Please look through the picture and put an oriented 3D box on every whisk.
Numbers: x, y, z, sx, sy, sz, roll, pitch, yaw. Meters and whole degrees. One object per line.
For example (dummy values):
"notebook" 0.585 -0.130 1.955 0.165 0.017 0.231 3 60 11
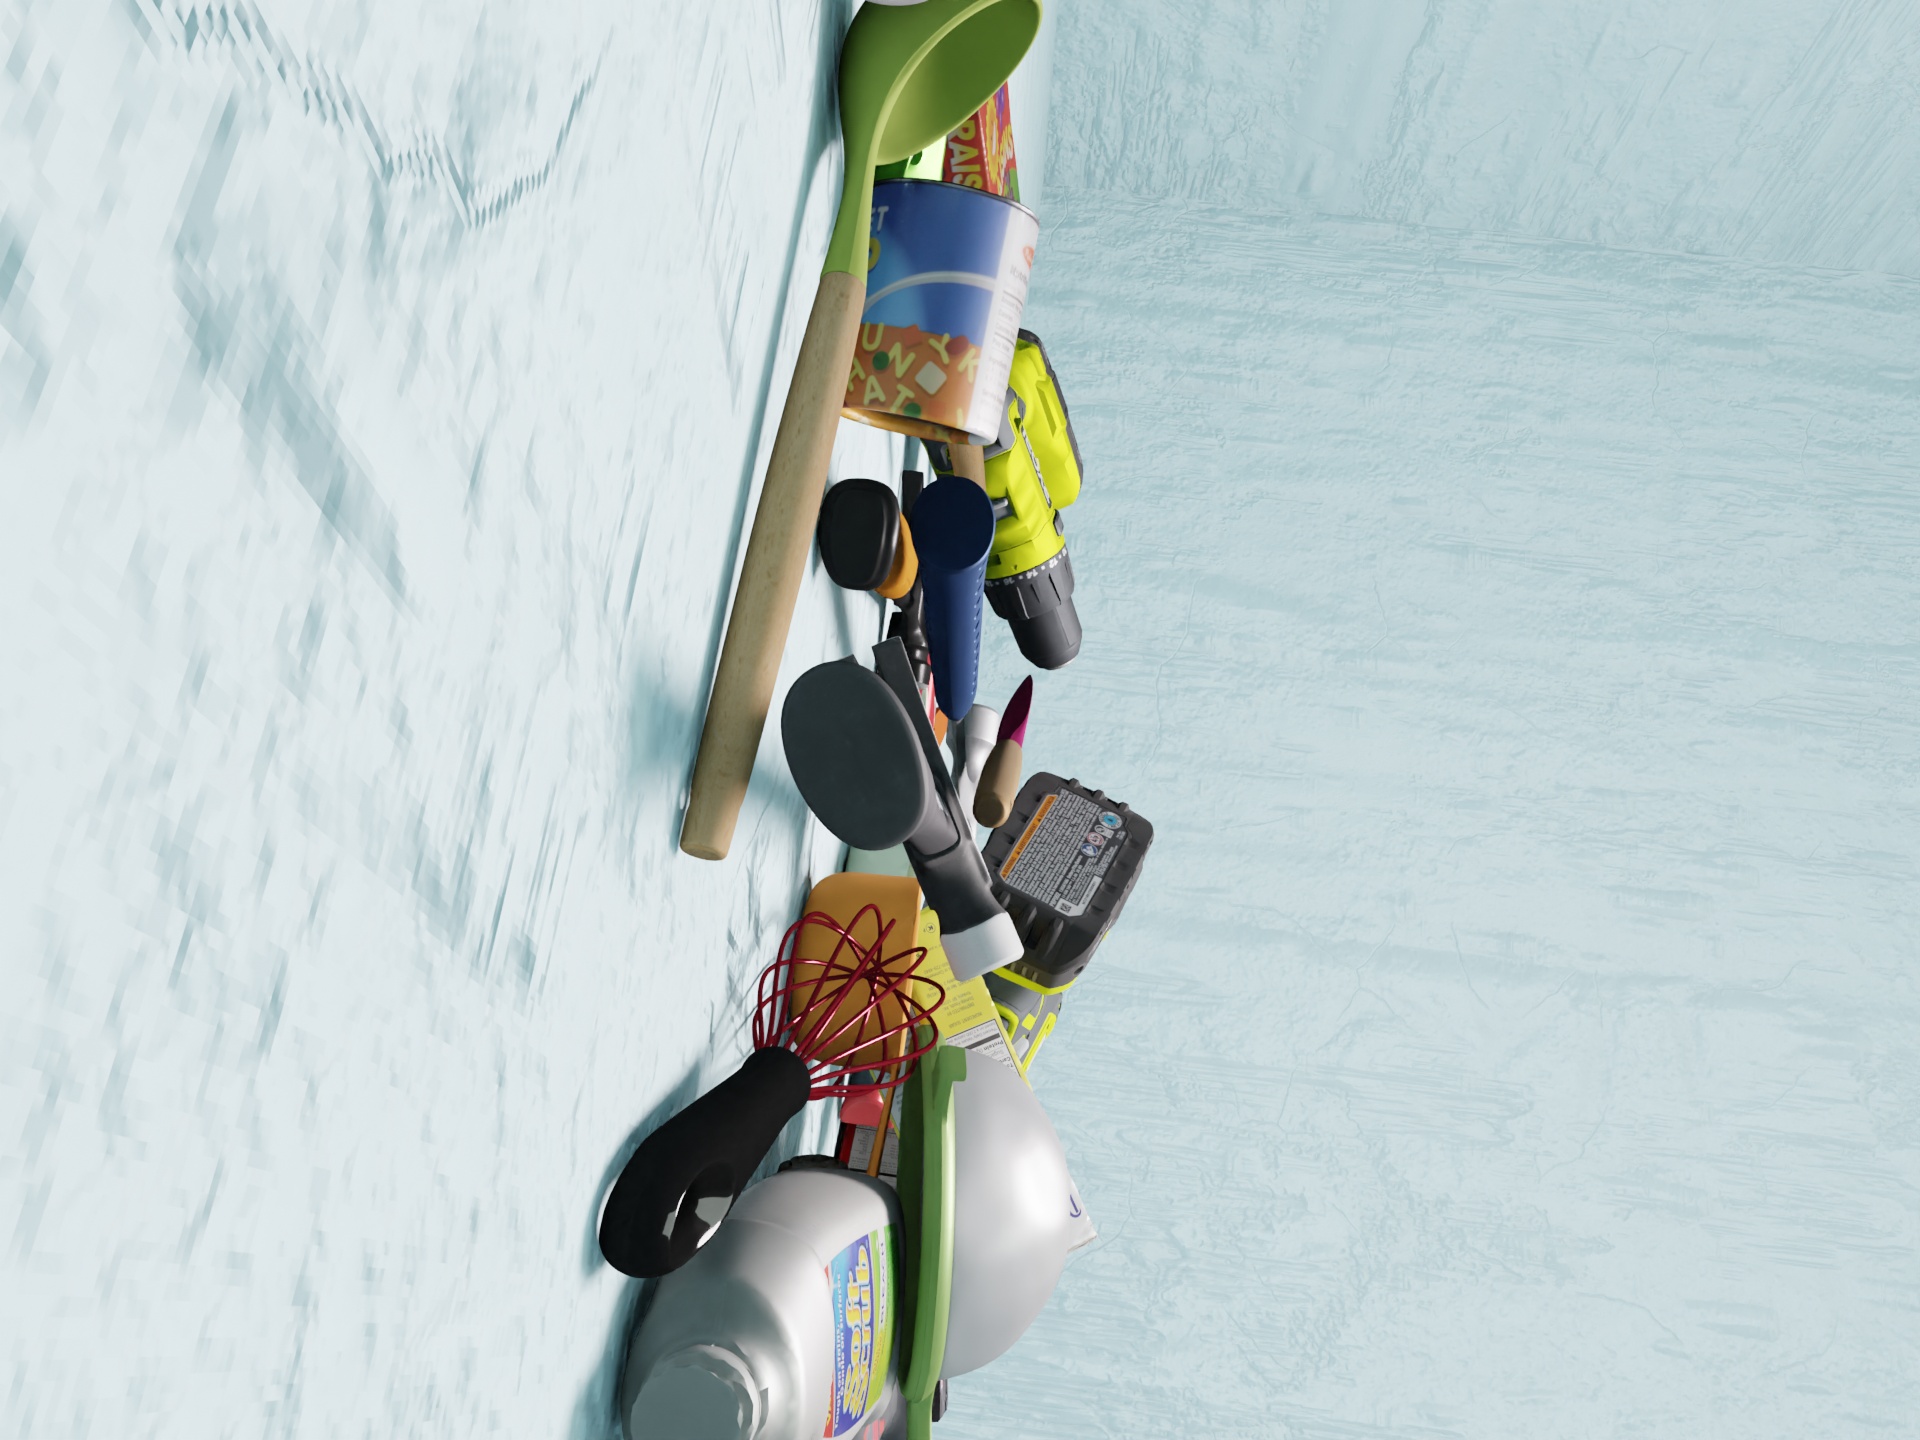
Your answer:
"whisk" -0.055 0.113 0.519 0.296 0.073 0.073 -23 120 -80

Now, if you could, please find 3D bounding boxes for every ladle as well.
"ladle" -0.030 -0.107 0.484 0.078 0.062 0.320 137 -33 -63

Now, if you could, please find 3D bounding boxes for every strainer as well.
"strainer" 0.010 0.256 0.657 0.151 0.069 0.256 119 -28 -77

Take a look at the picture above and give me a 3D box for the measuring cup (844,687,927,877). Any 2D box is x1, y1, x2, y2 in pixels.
"measuring cup" -0.042 0.055 0.907 0.083 0.038 0.168 90 5 -65

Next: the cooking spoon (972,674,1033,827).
"cooking spoon" 0.021 0.019 0.760 0.319 0.017 0.069 -59 160 -84

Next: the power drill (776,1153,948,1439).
"power drill" -0.056 0.290 0.762 0.226 0.080 0.188 38 52 -83

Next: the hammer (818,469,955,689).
"hammer" -0.031 -0.083 0.771 0.337 0.034 0.127 10 87 -88

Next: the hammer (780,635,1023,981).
"hammer" -0.021 0.020 0.535 0.334 0.035 0.146 69 -2 -82

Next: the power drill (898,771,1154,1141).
"power drill" 0.027 0.155 0.904 0.171 0.080 0.223 -53 165 -49

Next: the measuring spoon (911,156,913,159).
"measuring spoon" -0.027 -0.255 0.672 0.034 0.018 0.124 -67 171 -61

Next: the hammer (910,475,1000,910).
"hammer" -0.001 -0.003 0.812 0.405 0.035 0.144 88 9 -70

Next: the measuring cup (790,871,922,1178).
"measuring cup" -0.052 0.146 0.689 0.095 0.052 0.174 95 3 -56

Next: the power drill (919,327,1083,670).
"power drill" 0.035 -0.154 1.043 0.229 0.080 0.190 -82 152 -63

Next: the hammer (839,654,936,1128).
"hammer" -0.037 0.072 1.060 0.143 0.038 0.386 91 6 -84

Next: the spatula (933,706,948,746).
"spatula" -0.022 -0.077 1.223 0.081 0.041 0.323 93 1 -59

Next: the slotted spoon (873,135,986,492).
"slotted spoon" -0.007 -0.181 0.745 0.313 0.031 0.070 77 33 -66
